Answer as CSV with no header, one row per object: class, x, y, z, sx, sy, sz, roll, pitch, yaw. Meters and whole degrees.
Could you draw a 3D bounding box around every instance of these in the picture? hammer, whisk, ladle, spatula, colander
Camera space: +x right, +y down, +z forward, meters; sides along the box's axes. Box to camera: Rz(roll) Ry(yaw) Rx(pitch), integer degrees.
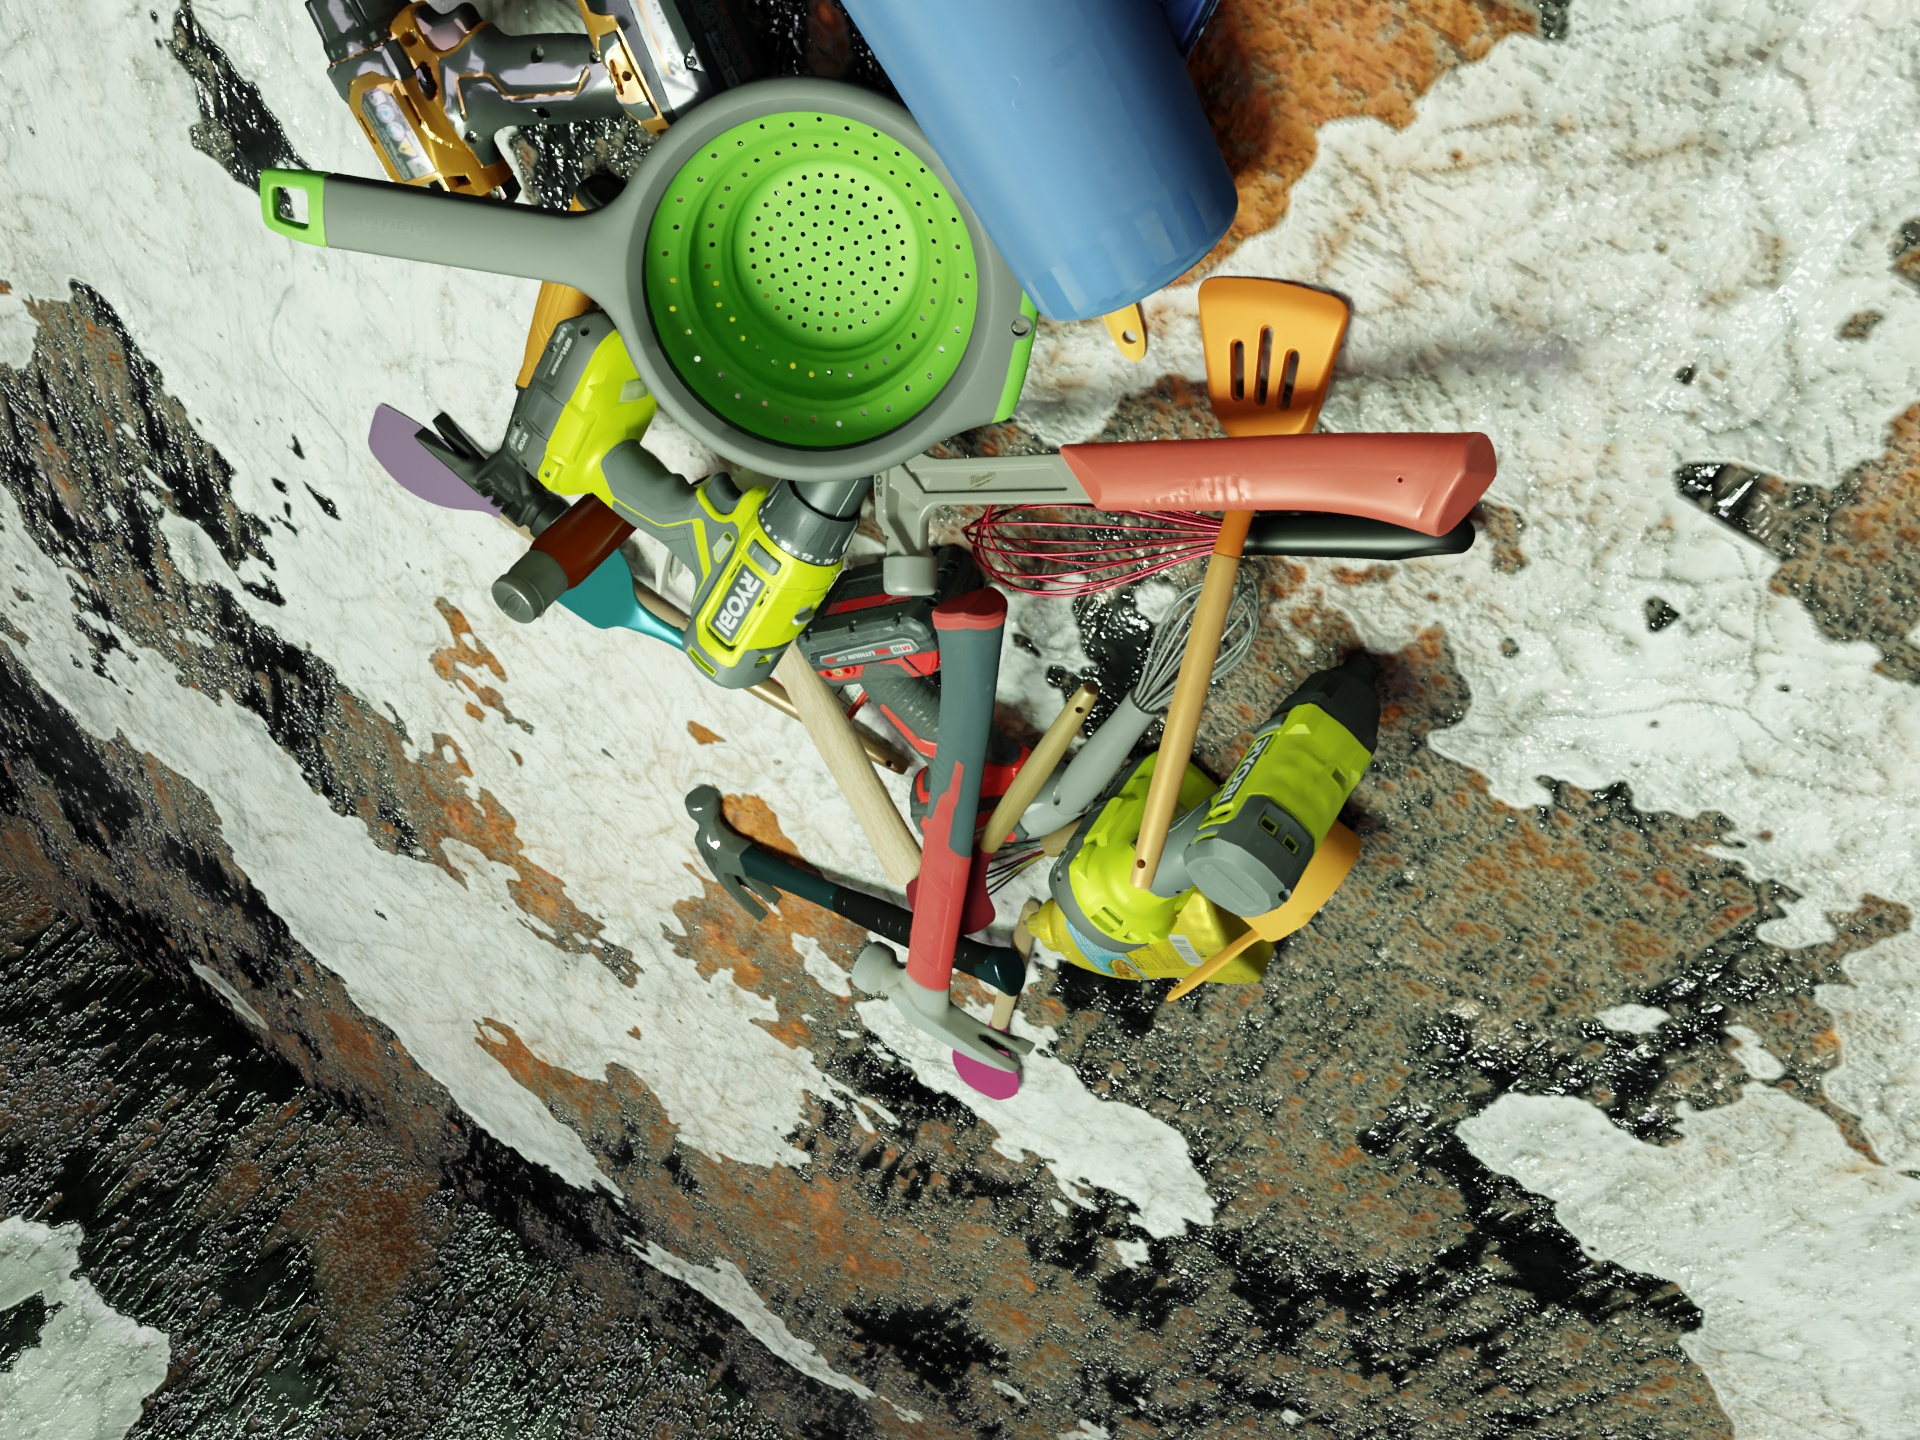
hammer,-0.091,0.155,1.340,0.331,0.033,0.128,19,140,29
hammer,-0.110,-0.021,1.126,0.130,0.031,0.331,-13,114,35
hammer,0.094,-0.135,0.813,0.359,0.036,0.149,6,97,41
hammer,-0.290,-0.251,1.089,0.127,0.034,0.336,40,143,-4
whisk,0.050,0.091,1.169,0.051,0.047,0.245,41,140,-24
whisk,0.115,-0.009,0.976,0.055,0.055,0.238,36,135,2
ladle,0.029,0.069,1.067,0.069,0.031,0.315,23,140,-5
spatula,-0.337,-0.148,1.246,0.316,0.018,0.059,32,122,7
spatula,-0.175,-0.048,1.206,0.317,0.044,0.082,31,113,-3
whisk,0.132,-0.102,0.879,0.296,0.073,0.073,4,132,29
colander,-0.156,-0.250,0.841,0.397,0.095,0.204,9,118,-2
hammer,0.006,0.080,1.045,0.143,0.038,0.386,27,135,20
spatula,0.129,-0.063,0.831,0.081,0.041,0.322,19,102,29

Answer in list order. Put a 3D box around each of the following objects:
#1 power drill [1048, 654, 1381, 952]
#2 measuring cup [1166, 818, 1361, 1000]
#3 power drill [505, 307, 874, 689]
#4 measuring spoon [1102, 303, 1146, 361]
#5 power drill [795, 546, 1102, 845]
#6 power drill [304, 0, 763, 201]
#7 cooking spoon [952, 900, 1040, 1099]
power drill,0.155,0.053,0.948,0.080,0.171,0.223,41,152,-7
measuring cup,0.176,0.116,1.018,0.052,0.095,0.173,43,118,-3
power drill,-0.164,-0.156,1.001,0.228,0.080,0.190,43,124,11
measuring spoon,0.076,-0.238,0.824,0.021,0.011,0.116,0,133,32
power drill,-0.002,-0.003,1.076,0.143,0.079,0.219,-7,128,34
power drill,-0.241,-0.372,0.836,0.226,0.084,0.185,-10,124,25
cooking spoon,0.037,0.244,1.356,0.069,0.017,0.318,27,142,13
